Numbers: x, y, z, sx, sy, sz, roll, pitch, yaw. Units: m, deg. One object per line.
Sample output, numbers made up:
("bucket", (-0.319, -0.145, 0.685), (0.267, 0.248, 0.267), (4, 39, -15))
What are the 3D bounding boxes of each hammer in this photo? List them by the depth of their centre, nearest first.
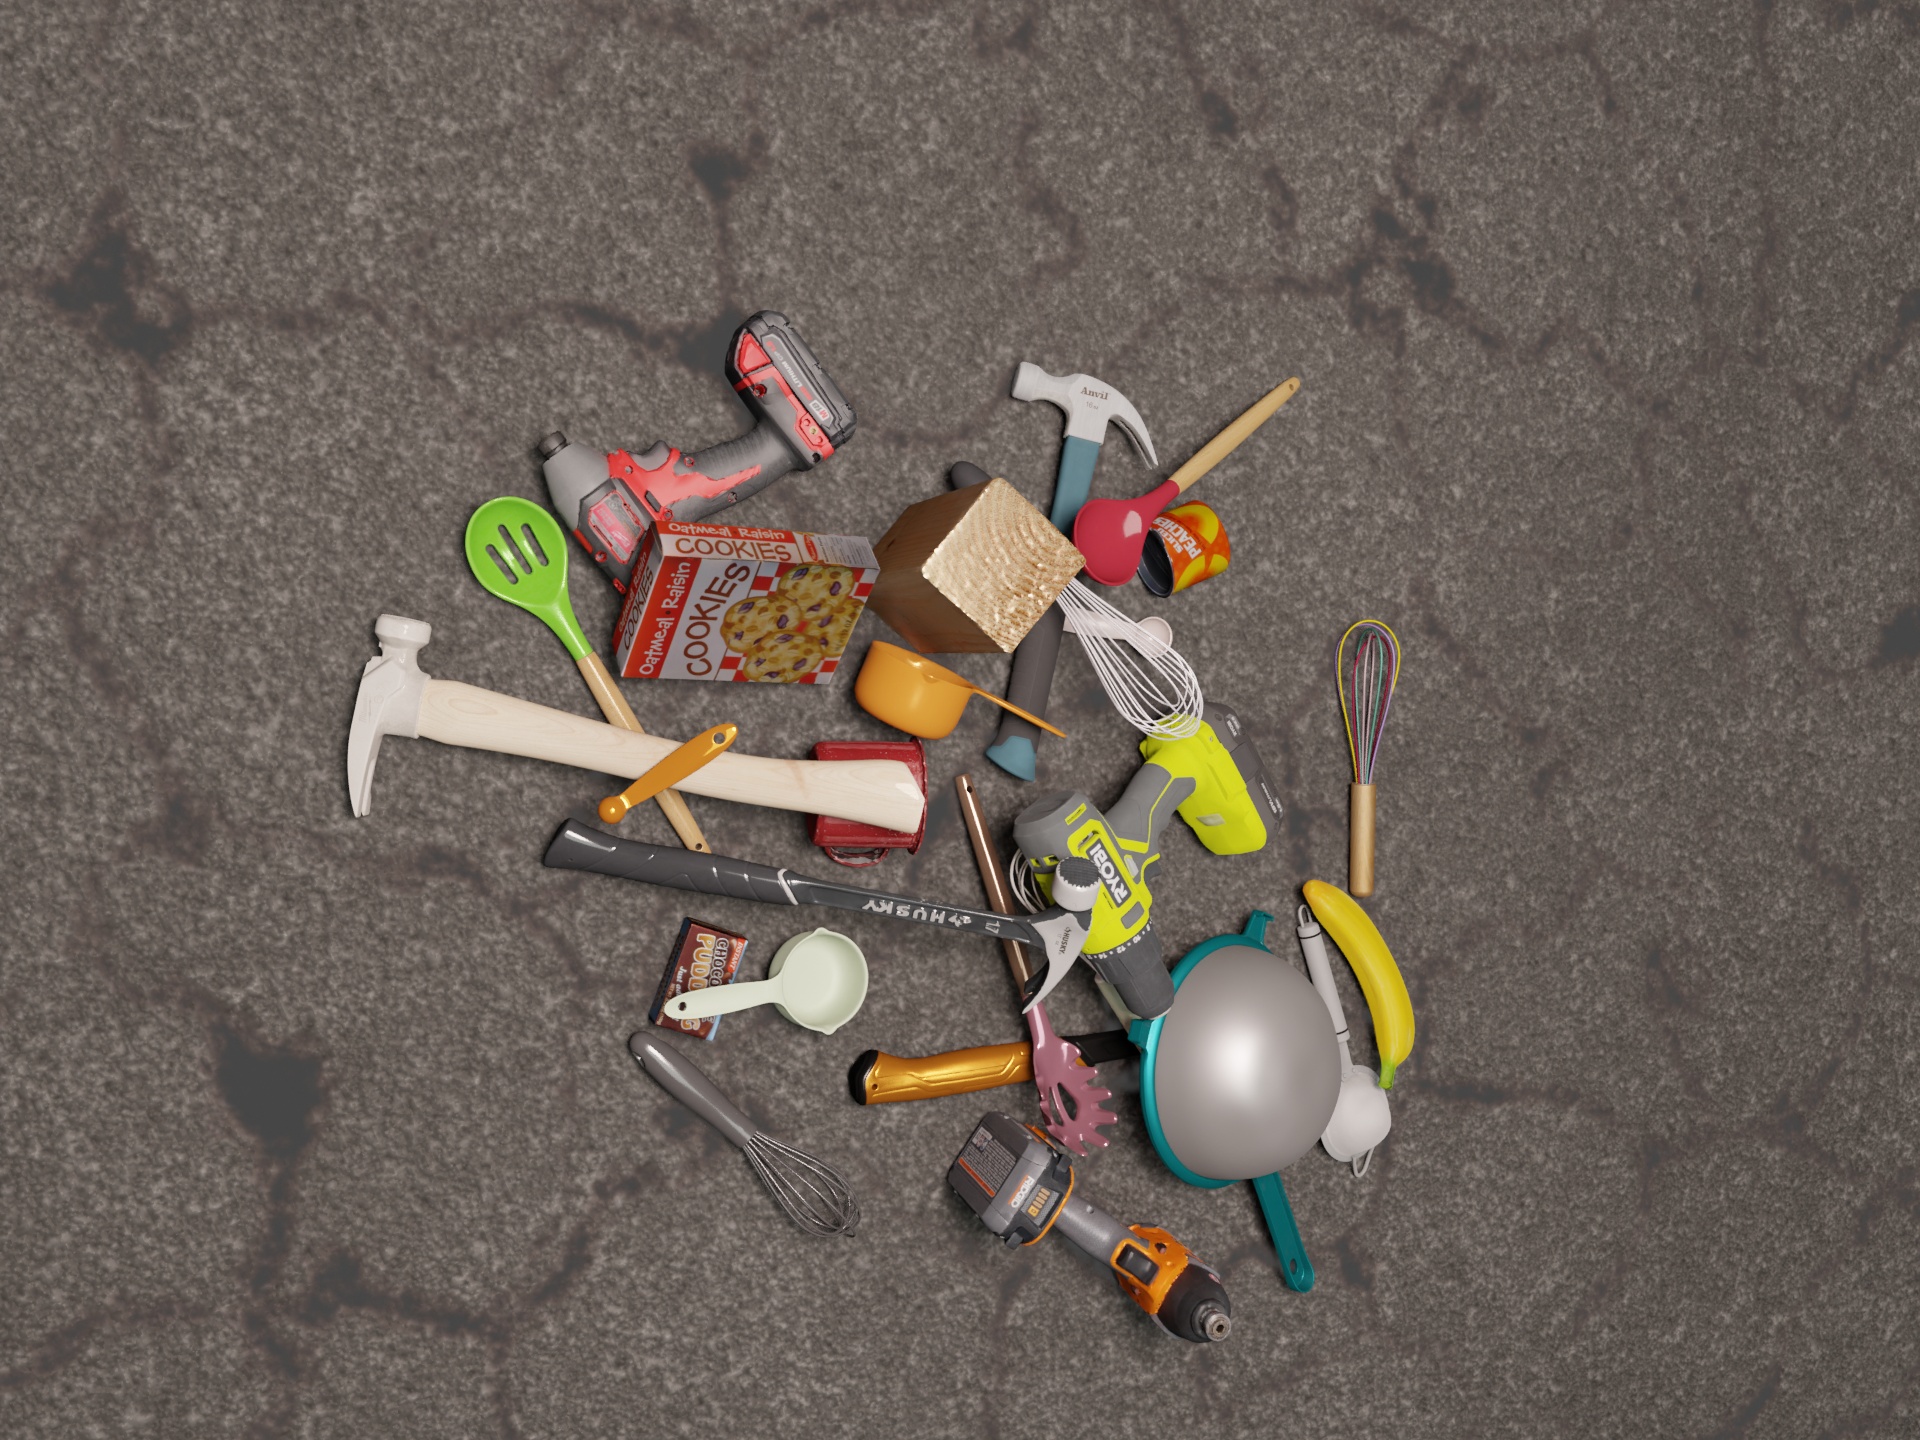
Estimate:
("hammer", (-0.231, 0.036, 1.155), (0.410, 0.038, 0.146), (12, 90, -4))
("hammer", (-0.108, 0.130, 1.187), (0.409, 0.036, 0.149), (10, 130, 0))
("hammer", (0.074, -0.116, 1.294), (0.128, 0.033, 0.331), (12, 90, -8))
("hammer", (0.074, 0.286, 1.317), (0.336, 0.034, 0.127), (-4, 93, -18))

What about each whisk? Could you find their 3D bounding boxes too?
("whisk", (-0.166, 0.323, 1.234), (0.239, 0.055, 0.055), (44, 79, -11))
("whisk", (0.088, -0.096, 1.245), (0.070, 0.070, 0.284), (-40, 84, -13))
("whisk", (0.116, 0.198, 1.290), (0.059, 0.058, 0.246), (-33, 103, -5))
("whisk", (0.359, 0.034, 1.397), (0.047, 0.051, 0.245), (-3, 96, -24))

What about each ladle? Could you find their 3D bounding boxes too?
("ladle", (0.188, -0.204, 1.294), (0.315, 0.031, 0.069), (-41, 105, -31))

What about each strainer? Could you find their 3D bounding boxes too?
("strainer", (0.269, 0.343, 1.321), (0.211, 0.095, 0.340), (-32, 110, -38))
("strainer", (0.336, 0.285, 1.402), (0.087, 0.050, 0.258), (-20, 95, -32))

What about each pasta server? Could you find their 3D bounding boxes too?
("pasta server", (0.052, 0.193, 1.280), (0.060, 0.040, 0.316), (-16, 87, -30))

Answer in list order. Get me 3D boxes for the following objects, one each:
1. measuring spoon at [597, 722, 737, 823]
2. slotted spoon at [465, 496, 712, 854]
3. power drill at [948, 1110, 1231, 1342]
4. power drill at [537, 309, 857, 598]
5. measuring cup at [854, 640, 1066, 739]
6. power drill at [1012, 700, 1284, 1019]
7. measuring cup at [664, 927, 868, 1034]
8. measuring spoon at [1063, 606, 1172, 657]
("measuring spoon", (-0.208, 0.037, 1.132), (0.117, 0.011, 0.021), (-34, 94, -2))
("slotted spoon", (-0.271, -0.025, 1.194), (0.070, 0.031, 0.313), (-32, 104, -14))
("power drill", (0.113, 0.414, 1.269), (0.226, 0.164, 0.084), (37, 82, -14))
("power drill", (-0.199, -0.202, 1.186), (0.219, 0.078, 0.143), (-40, 104, -9))
("measuring cup", (-0.002, -0.004, 1.247), (0.173, 0.095, 0.052), (25, 98, -14))
("power drill", (0.160, 0.106, 1.271), (0.228, 0.080, 0.190), (-39, 105, -37))
("measuring cup", (-0.153, 0.206, 1.221), (0.167, 0.038, 0.083), (-5, 90, -30))
("measuring spoon", (0.117, -0.079, 1.328), (0.124, 0.018, 0.034), (12, 90, -12))
